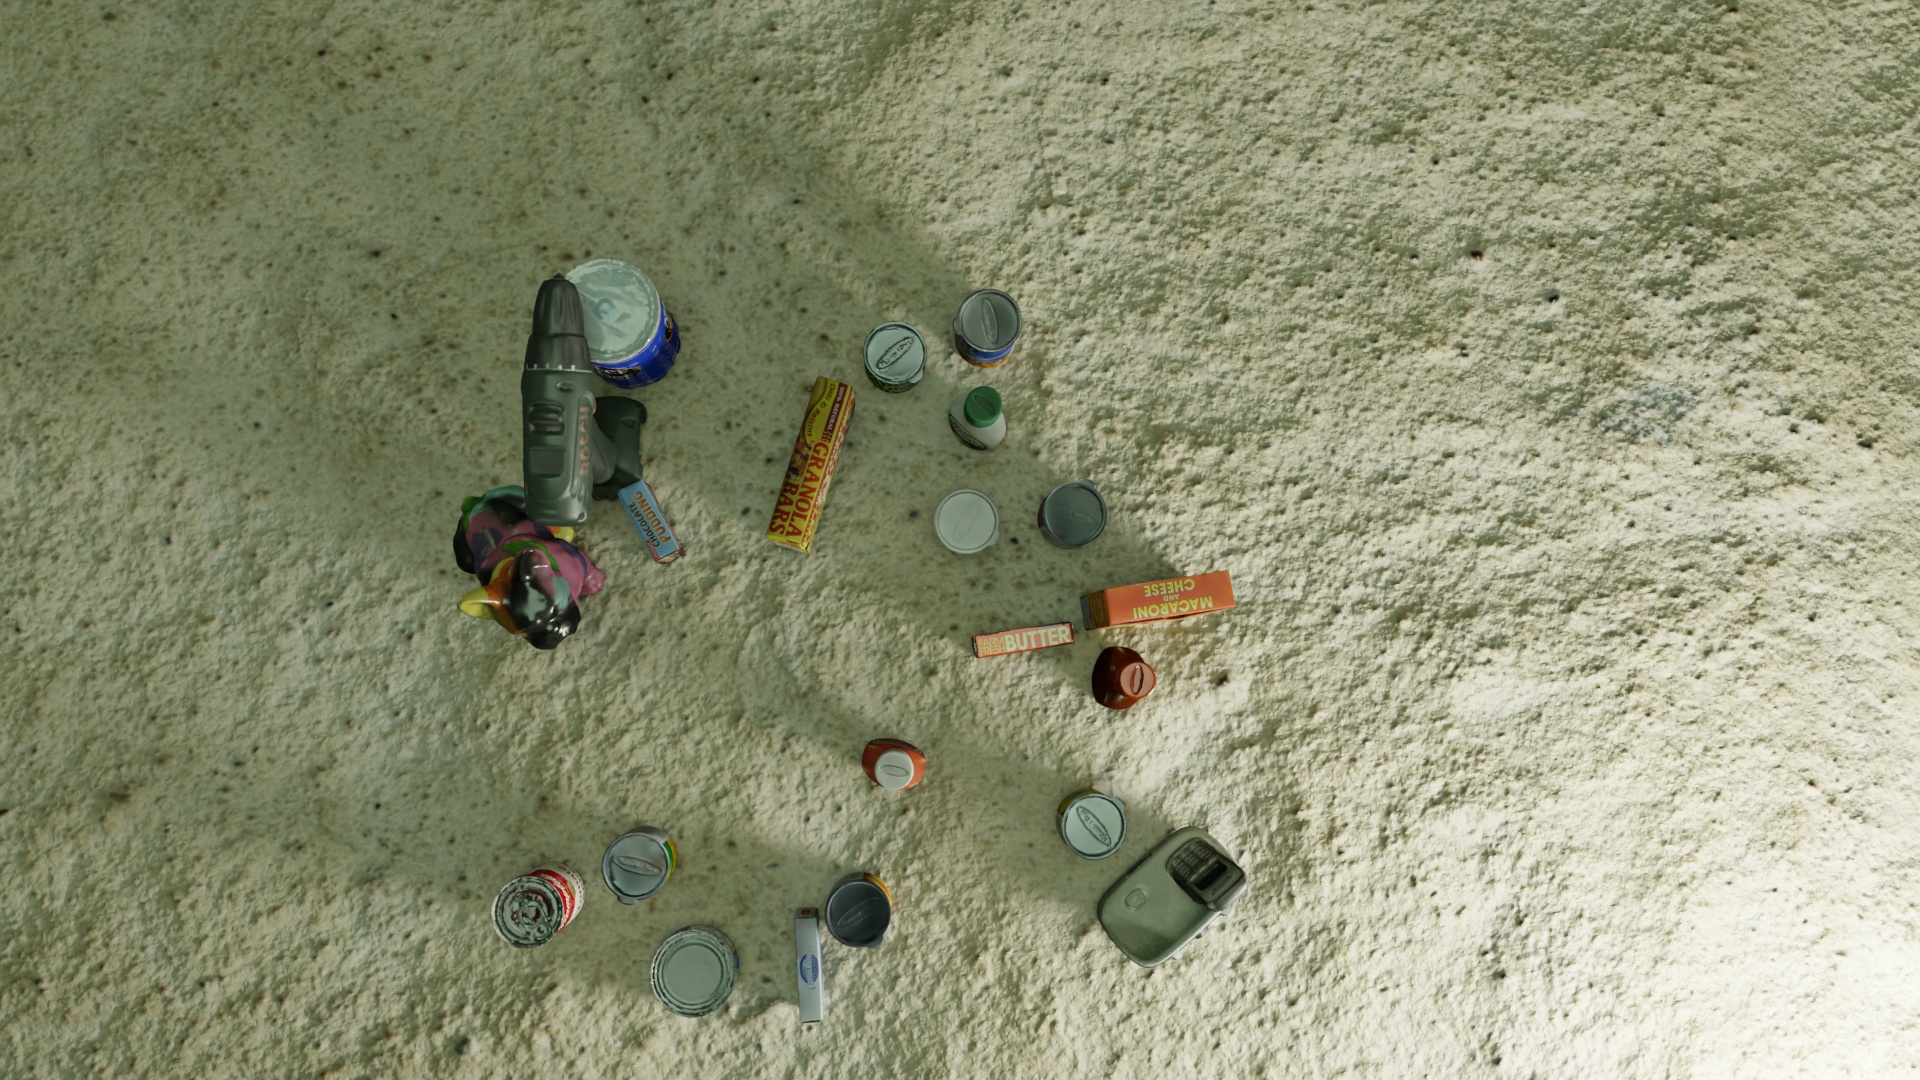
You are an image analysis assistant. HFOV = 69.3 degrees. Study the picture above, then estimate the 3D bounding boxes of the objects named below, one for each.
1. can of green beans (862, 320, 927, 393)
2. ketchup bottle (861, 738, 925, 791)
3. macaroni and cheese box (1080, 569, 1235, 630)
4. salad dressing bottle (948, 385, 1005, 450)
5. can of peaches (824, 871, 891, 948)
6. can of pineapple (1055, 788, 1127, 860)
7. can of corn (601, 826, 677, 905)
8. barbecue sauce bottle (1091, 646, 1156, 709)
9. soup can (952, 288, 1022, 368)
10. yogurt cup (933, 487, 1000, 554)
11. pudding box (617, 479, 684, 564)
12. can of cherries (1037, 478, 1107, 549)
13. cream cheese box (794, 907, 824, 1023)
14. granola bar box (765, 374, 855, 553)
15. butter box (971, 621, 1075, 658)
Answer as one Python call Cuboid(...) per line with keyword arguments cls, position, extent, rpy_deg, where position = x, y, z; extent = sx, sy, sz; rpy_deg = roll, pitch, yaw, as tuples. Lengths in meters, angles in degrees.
Cuboid(cls="can of green beans", position=(-0.068, -0.190, 1.451), extent=(0.071, 0.058, 0.071), rpy_deg=(0, 85, -3))
Cuboid(cls="ketchup bottle", position=(-0.066, 0.221, 1.366), extent=(0.065, 0.148, 0.043), rpy_deg=(13, 85, -2))
Cuboid(cls="macaroni and cheese box", position=(0.193, 0.062, 1.387), extent=(0.124, 0.166, 0.040), rpy_deg=(-8, 86, -4))
Cuboid(cls="salad dressing bottle", position=(0.019, -0.126, 1.405), extent=(0.064, 0.147, 0.044), rpy_deg=(43, 84, 1))
Cuboid(cls="can of peaches", position=(-0.101, 0.372, 1.396), extent=(0.071, 0.058, 0.071), rpy_deg=(0, 85, -3))
Cuboid(cls="can of pineapple", position=(0.134, 0.288, 1.417), extent=(0.071, 0.058, 0.071), rpy_deg=(0, 85, -3))
Cuboid(cls="can of corn", position=(-0.320, 0.324, 1.388), extent=(0.071, 0.058, 0.071), rpy_deg=(0, 85, -3))
Cuboid(cls="barbecue sauce bottle", position=(0.163, 0.138, 1.387), extent=(0.044, 0.148, 0.065), rpy_deg=(10, 85, -2))
Cuboid(cls="soup can", position=(0.025, -0.219, 1.446), extent=(0.071, 0.083, 0.071), rpy_deg=(0, 85, -3))
Cuboid(cls="yogurt cup", position=(0.005, -0.018, 1.441), extent=(0.072, 0.054, 0.072), rpy_deg=(0, 85, -3))
Cuboid(cls="pudding box", position=(-0.317, -0.019, 1.425), extent=(0.030, 0.049, 0.083), rpy_deg=(-28, 87, -5))
Cuboid(cls="can of cherries", position=(0.117, -0.027, 1.446), extent=(0.071, 0.058, 0.071), rpy_deg=(0, 85, -3))
Cuboid(cls="cream cheese box", position=(-0.151, 0.423, 1.390), extent=(0.024, 0.053, 0.104), rpy_deg=(-4, 85, -3))
Cuboid(cls="granola bar box", position=(-0.148, -0.073, 1.402), extent=(0.039, 0.124, 0.165), rpy_deg=(17, 84, -1))
Cuboid(cls="butter box", position=(0.064, 0.103, 1.433), extent=(0.103, 0.053, 0.024), rpy_deg=(-8, 86, -4))
